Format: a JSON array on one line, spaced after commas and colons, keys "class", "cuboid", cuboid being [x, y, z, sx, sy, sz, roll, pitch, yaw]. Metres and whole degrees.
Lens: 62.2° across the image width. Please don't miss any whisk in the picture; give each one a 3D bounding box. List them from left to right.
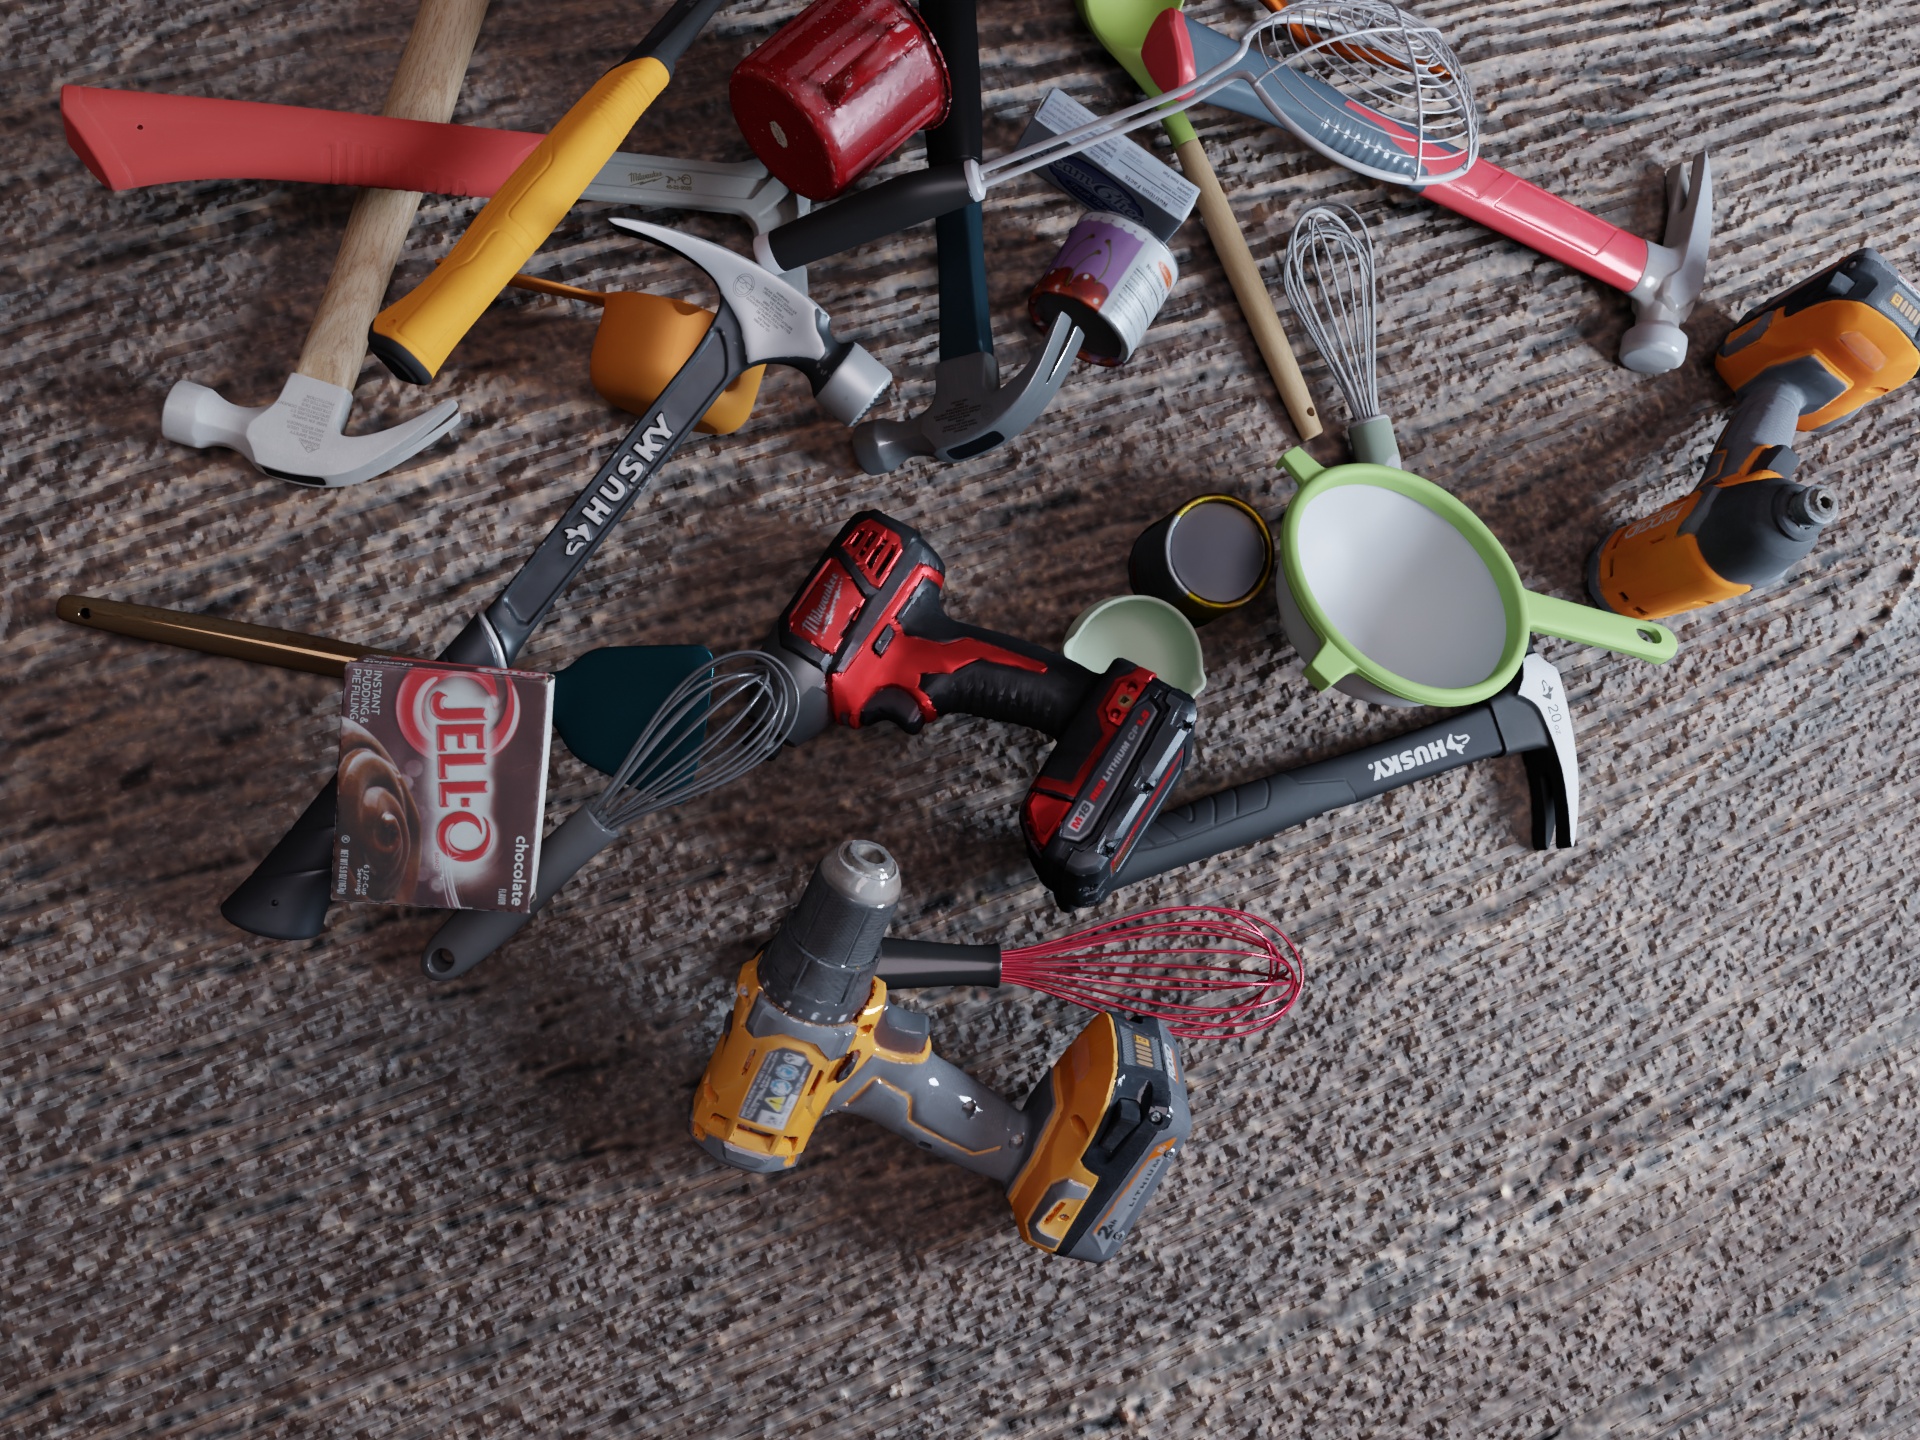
[{"class": "whisk", "cuboid": [-0.175, 0.051, 0.782, 0.239, 0.055, 0.055, -40, 93, 7]}, {"class": "whisk", "cuboid": [0.039, 0.131, 0.843, 0.295, 0.073, 0.073, 2, 83, -6]}, {"class": "whisk", "cuboid": [0.238, -0.182, 0.932, 0.058, 0.059, 0.246, -16, 91, -42]}]

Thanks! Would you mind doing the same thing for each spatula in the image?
[{"class": "spatula", "cuboid": [-0.285, -0.026, 0.794, 0.317, 0.044, 0.082, 11, 95, -10]}, {"class": "spatula", "cuboid": [0.158, -0.468, 0.948, 0.322, 0.081, 0.041, 39, 114, -2]}]

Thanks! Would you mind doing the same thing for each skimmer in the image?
[{"class": "skimmer", "cuboid": [0.074, -0.274, 0.812, 0.363, 0.090, 0.127, -15, 54, 16]}]

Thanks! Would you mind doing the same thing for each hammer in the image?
[{"class": "hammer", "cuboid": [-0.294, -0.278, 0.830, 0.130, 0.031, 0.331, 17, 80, -10]}, {"class": "hammer", "cuboid": [-0.250, -0.293, 0.806, 0.359, 0.037, 0.149, -2, 84, -25]}, {"class": "hammer", "cuboid": [-0.217, -0.057, 0.766, 0.149, 0.036, 0.409, 39, 92, -11]}, {"class": "hammer", "cuboid": [-0.167, -0.296, 0.776, 0.127, 0.034, 0.337, 23, 72, 35]}, {"class": "hammer", "cuboid": [-0.004, -0.304, 0.879, 0.128, 0.033, 0.331, -8, 77, 23]}, {"class": "hammer", "cuboid": [0.202, 0.043, 0.889, 0.334, 0.035, 0.146, -17, 87, -19]}, {"class": "hammer", "cuboid": [0.284, -0.338, 0.937, 0.386, 0.038, 0.143, 17, 78, -19]}]

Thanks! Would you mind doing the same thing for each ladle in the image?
[{"class": "ladle", "cuboid": [0.148, -0.315, 0.923, 0.078, 0.062, 0.320, -24, 92, -25]}]

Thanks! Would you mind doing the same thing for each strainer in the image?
[{"class": "strainer", "cuboid": [0.277, -0.053, 0.885, 0.256, 0.069, 0.152, 10, 58, -19]}]

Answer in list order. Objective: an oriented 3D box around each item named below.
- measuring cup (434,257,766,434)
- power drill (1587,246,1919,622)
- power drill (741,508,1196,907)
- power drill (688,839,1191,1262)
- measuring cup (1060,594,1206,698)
[{"class": "measuring cup", "cuboid": [-0.187, -0.191, 0.816, 0.173, 0.095, 0.052, 13, 89, -8]}, {"class": "power drill", "cuboid": [0.477, -0.162, 0.923, 0.084, 0.164, 0.226, 39, 75, -5]}, {"class": "power drill", "cuboid": [-0.001, -0.003, 0.814, 0.220, 0.078, 0.143, 30, 77, 15]}, {"class": "power drill", "cuboid": [-0.002, 0.162, 0.781, 0.226, 0.084, 0.185, 20, 116, -10]}, {"class": "measuring cup", "cuboid": [0.080, 0.011, 0.882, 0.083, 0.038, 0.167, 14, 97, -12]}]
